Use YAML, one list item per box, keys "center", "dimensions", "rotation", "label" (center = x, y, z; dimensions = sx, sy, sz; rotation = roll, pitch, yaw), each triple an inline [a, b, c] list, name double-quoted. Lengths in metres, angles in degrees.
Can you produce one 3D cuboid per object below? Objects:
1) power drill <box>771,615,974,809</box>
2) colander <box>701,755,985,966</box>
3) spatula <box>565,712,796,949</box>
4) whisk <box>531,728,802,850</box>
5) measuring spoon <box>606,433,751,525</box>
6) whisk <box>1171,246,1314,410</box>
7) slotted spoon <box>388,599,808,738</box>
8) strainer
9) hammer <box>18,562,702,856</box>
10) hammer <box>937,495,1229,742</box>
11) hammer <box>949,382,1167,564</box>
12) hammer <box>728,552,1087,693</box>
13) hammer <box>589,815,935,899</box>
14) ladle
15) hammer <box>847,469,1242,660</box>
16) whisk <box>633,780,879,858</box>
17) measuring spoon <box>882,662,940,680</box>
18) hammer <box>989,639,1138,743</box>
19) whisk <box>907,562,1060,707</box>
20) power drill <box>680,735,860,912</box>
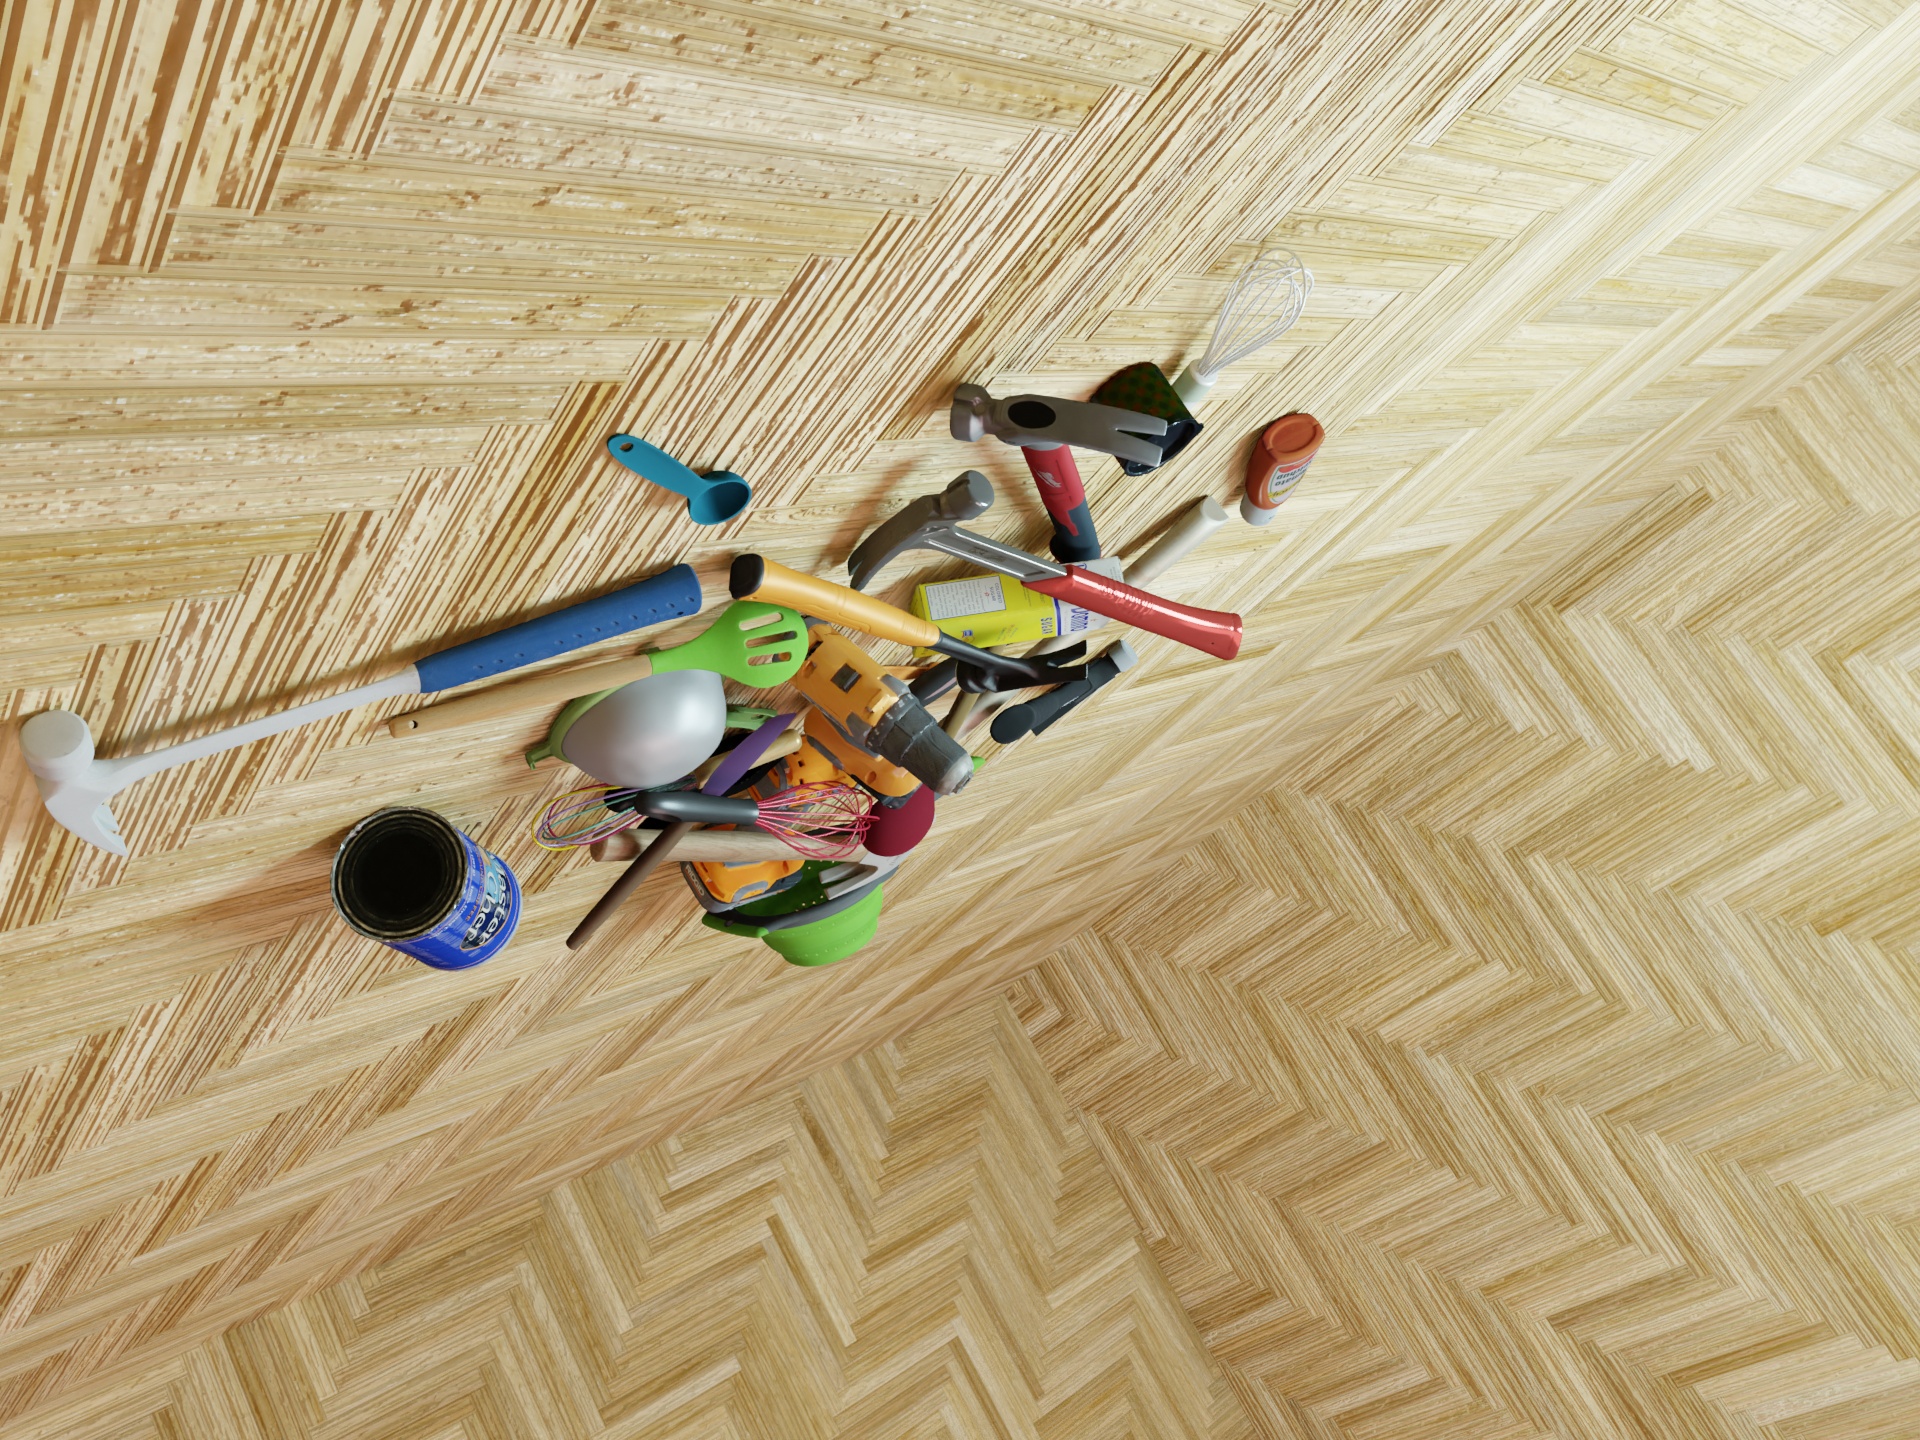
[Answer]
- center: [-0.063, 0.011, 1.339]
  dimensions: [0.084, 0.185, 0.226]
  rotation: [-49, 169, -9]
  label: "power drill"
- center: [-0.100, 0.164, 1.768]
  dimensions: [0.205, 0.094, 0.397]
  rotation: [5, -150, 45]
  label: "colander"
- center: [-0.248, 0.098, 1.364]
  dimensions: [0.316, 0.018, 0.059]
  rotation: [-45, 166, 23]
  label: "spatula"
- center: [-0.247, 0.054, 1.356]
  dimensions: [0.245, 0.047, 0.051]
  rotation: [-21, -173, -23]
  label: "whisk"
- center: [-0.173, -0.153, 0.959]
  dimensions: [0.042, 0.021, 0.128]
  rotation: [-36, 154, 15]
  label: "measuring spoon"
- center: [0.188, -0.267, 1.201]
  dimensions: [0.057, 0.059, 0.246]
  rotation: [-11, 161, -28]
  label: "whisk"
- center: [-0.245, -0.031, 1.130]
  dimensions: [0.313, 0.070, 0.031]
  rotation: [-16, -174, -27]
  label: "slotted spoon"
- center: [-0.213, 0.015, 1.282]
  dimensions: [0.151, 0.069, 0.256]
  rotation: [-37, 161, 21]
  label: "strainer"
- center: [-0.351, -0.021, 0.990]
  dimensions: [0.405, 0.035, 0.144]
  rotation: [-22, 162, -29]
  label: "hammer"
- center: [0.093, -0.074, 1.557]
  dimensions: [0.410, 0.038, 0.146]
  rotation: [-39, 176, 5]
  label: "hammer"
- center: [0.094, -0.171, 1.225]
  dimensions: [0.143, 0.038, 0.386]
  rotation: [12, 174, 11]
  label: "hammer"
- center: [-0.042, -0.072, 1.223]
  dimensions: [0.127, 0.034, 0.336]
  rotation: [-7, 165, 38]
  label: "hammer"
- center: [-0.187, 0.119, 1.480]
  dimensions: [0.331, 0.031, 0.130]
  rotation: [4, 139, -37]
  label: "hammer"
- center: [-0.002, -0.005, 1.464]
  dimensions: [0.069, 0.031, 0.315]
  rotation: [22, 102, -32]
  label: "ladle"
- center: [0.089, -0.102, 1.270]
  dimensions: [0.358, 0.037, 0.149]
  rotation: [15, 146, -38]
  label: "hammer"
- center: [-0.167, 0.079, 1.346]
  dimensions: [0.073, 0.073, 0.295]
  rotation: [-38, 155, 24]
  label: "whisk"
- center: [-0.055, -0.047, 1.496]
  dimensions: [0.117, 0.011, 0.021]
  rotation: [-4, 144, -51]
  label: "measuring spoon"
- center: [0.091, -0.015, 1.677]
  dimensions: [0.146, 0.035, 0.335]
  rotation: [-36, 177, 20]
  label: "hammer"
- center: [0.030, -0.074, 1.486]
  dimensions: [0.239, 0.055, 0.055]
  rotation: [-34, 164, 14]
  label: "whisk"
- center: [-0.169, 0.091, 1.581]
  dimensions: [0.164, 0.084, 0.226]
  rotation: [-14, 153, -44]
  label: "power drill"
